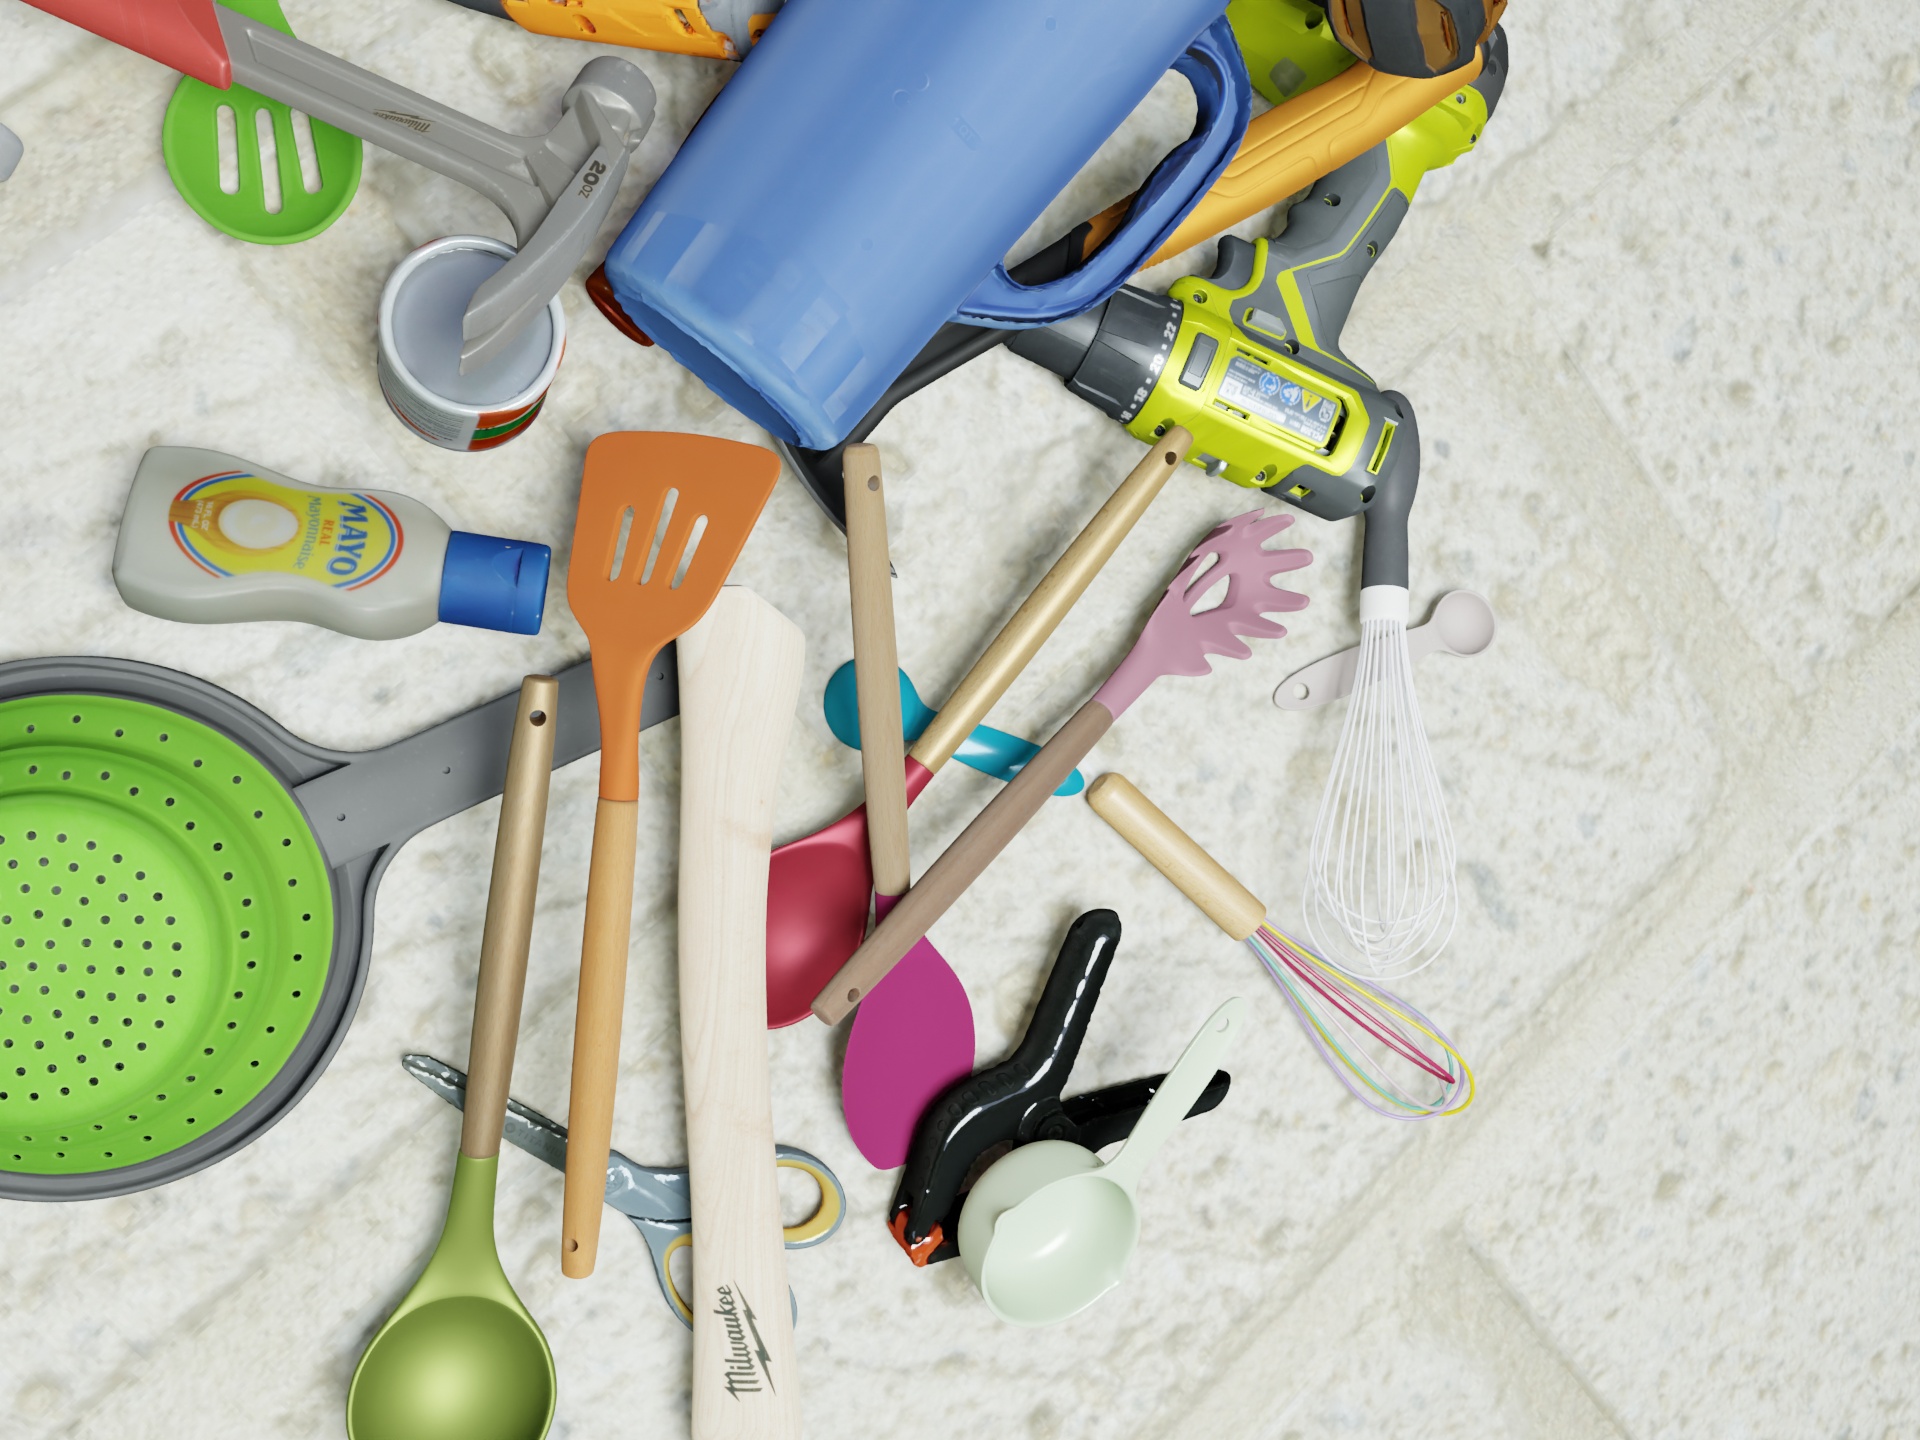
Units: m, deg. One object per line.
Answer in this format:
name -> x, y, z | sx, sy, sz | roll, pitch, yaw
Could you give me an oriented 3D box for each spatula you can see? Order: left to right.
spatula -> -0.126, 0.052, 0.600 | 0.081, 0.041, 0.322 | 8, 97, 16

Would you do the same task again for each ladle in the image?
ladle -> -0.175, 0.142, 0.595 | 0.078, 0.062, 0.320 | 6, 101, -23
ladle -> -0.001, -0.002, 0.679 | 0.069, 0.031, 0.315 | 40, 87, -23

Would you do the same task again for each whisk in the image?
whisk -> 0.154, 0.107, 0.749 | 0.245, 0.047, 0.051 | 42, 72, -11
whisk -> 0.197, -0.022, 0.745 | 0.070, 0.070, 0.285 | 9, 76, -19

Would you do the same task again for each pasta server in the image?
pasta server -> 0.049, 0.014, 0.681 | 0.316, 0.040, 0.060 | -45, 117, -27

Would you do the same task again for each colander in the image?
colander -> -0.244, 0.045, 0.580 | 0.397, 0.094, 0.204 | -26, 99, -17

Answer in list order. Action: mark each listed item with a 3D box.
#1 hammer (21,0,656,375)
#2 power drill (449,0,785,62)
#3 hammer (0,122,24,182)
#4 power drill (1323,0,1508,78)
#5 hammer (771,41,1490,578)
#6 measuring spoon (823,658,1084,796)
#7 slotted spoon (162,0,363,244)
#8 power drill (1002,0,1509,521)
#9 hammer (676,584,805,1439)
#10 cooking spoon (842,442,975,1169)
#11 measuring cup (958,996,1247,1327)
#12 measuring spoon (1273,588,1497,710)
hammer -> -0.294, -0.243, 0.542 | 0.359, 0.036, 0.149 | 23, 55, -6
power drill -> -0.142, -0.367, 0.574 | 0.164, 0.084, 0.226 | 10, 116, 8
hammer -> -0.323, -0.150, 0.394 | 0.038, 0.386, 0.143 | 27, 82, -18
power drill -> 0.145, -0.361, 0.646 | 0.185, 0.226, 0.084 | -59, 147, -10
hammer -> 0.073, -0.193, 0.661 | 0.337, 0.034, 0.127 | -31, 86, 0
measuring spoon -> 0.002, 0.008, 0.703 | 0.128, 0.021, 0.042 | 21, 84, -17
slotted spoon -> -0.273, -0.332, 0.601 | 0.070, 0.031, 0.314 | -5, 91, -18
power drill -> 0.133, -0.226, 0.718 | 0.190, 0.080, 0.228 | 23, 86, -9
hammer -> -0.102, 0.152, 0.637 | 0.146, 0.038, 0.410 | -2, 96, -14
cooking spoon -> -0.029, 0.045, 0.652 | 0.068, 0.017, 0.318 | -16, 114, -31
measuring cup -> 0.062, 0.179, 0.677 | 0.083, 0.038, 0.167 | 37, 88, -34
measuring spoon -> 0.207, -0.031, 0.782 | 0.124, 0.018, 0.034 | -22, 87, -11
